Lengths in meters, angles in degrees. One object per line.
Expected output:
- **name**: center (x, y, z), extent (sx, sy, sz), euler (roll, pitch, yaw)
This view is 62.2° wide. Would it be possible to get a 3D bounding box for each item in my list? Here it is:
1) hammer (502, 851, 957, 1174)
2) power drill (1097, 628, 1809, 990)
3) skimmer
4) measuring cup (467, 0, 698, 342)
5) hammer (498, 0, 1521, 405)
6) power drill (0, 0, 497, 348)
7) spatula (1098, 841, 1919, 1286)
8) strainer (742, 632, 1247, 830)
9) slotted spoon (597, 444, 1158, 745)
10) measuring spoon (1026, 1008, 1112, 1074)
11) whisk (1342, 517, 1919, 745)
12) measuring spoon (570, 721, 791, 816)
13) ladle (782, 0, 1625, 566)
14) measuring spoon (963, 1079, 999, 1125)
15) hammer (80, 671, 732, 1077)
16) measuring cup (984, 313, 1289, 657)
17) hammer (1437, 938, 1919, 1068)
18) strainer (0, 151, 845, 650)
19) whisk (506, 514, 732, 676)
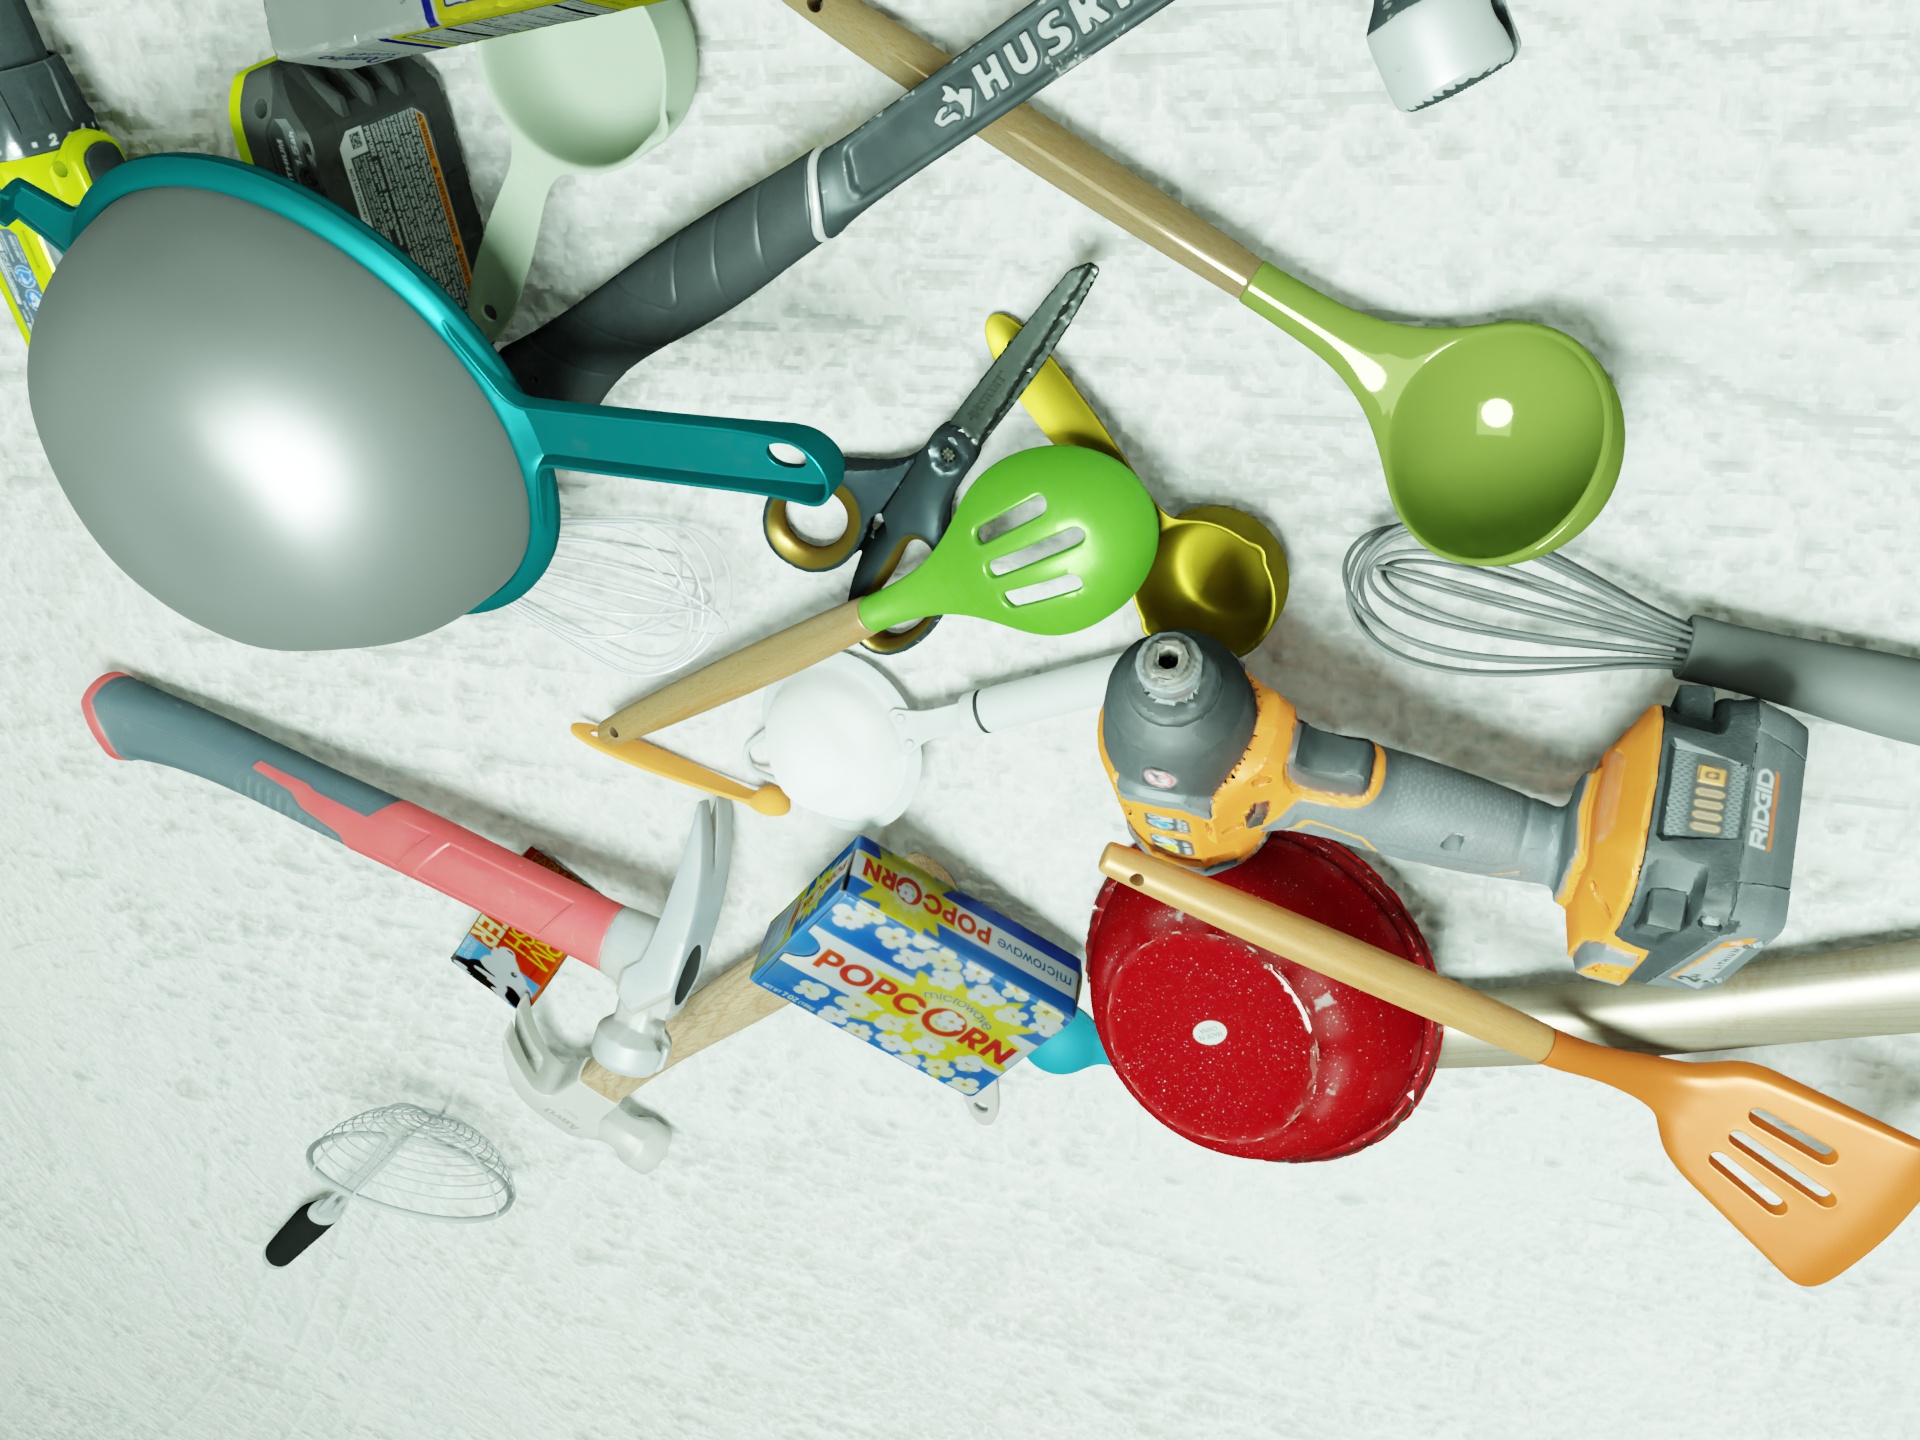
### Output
- **hammer**: center (-0.126, 0.149, 0.829), extent (0.130, 0.031, 0.331), euler (39, 128, -22)
- **power drill**: center (0.158, 0.023, 0.551), extent (0.226, 0.084, 0.164), euler (11, 163, 17)
- **skimmer**: center (-0.413, 0.341, 1.068), extent (0.127, 0.090, 0.363), euler (19, 140, -30)
- **measuring cup**: center (-0.150, -0.210, 0.594), extent (0.083, 0.038, 0.167), euler (36, 132, -2)
- **hammer**: center (-0.035, -0.188, 0.528), extent (0.409, 0.036, 0.149), euler (-18, 106, 41)
- **power drill**: center (-0.313, -0.213, 0.642), extent (0.228, 0.080, 0.190), euler (8, 127, 23)
- **spatula**: center (0.201, 0.119, 0.601), extent (0.322, 0.041, 0.081), euler (23, 121, -3)
- **strainer**: center (-0.001, -0.002, 0.673), extent (0.258, 0.050, 0.087), euler (-14, 102, 28)
- **slotted spoon**: center (-0.054, -0.034, 0.658), extent (0.314, 0.031, 0.070), euler (-20, 100, 39)
- **measuring spoon**: center (0.085, 0.173, 0.765), extent (0.128, 0.021, 0.042), euler (20, 129, 12)
- **whisk**: center (0.248, -0.023, 0.539), extent (0.239, 0.055, 0.055), euler (15, 128, 10)
- **measuring spoon**: center (-0.134, 0.020, 0.759), extent (0.117, 0.021, 0.011), euler (20, 116, 10)
- **ladle**: center (0.071, -0.157, 0.519), extent (0.320, 0.062, 0.078), euler (34, 114, 3)
- **measuring spoon**: center (0.004, 0.164, 0.799), extent (0.034, 0.018, 0.124), euler (5, 126, 21)
- **hammer**: center (-0.297, 0.040, 0.822), extent (0.386, 0.038, 0.143), euler (22, 100, 17)
- **measuring cup**: center (0.065, -0.091, 0.594), extent (0.156, 0.029, 0.062), euler (52, 131, -1)
- **hammer**: center (0.299, 0.120, 0.623), extent (0.410, 0.038, 0.146), euler (-12, 118, 31)
- **strainer**: center (-0.207, -0.083, 0.567), extent (0.340, 0.095, 0.210), euler (10, 139, 24)
- **whisk**: center (-0.227, -0.077, 0.713), extent (0.285, 0.070, 0.070), euler (15, 128, 20)
